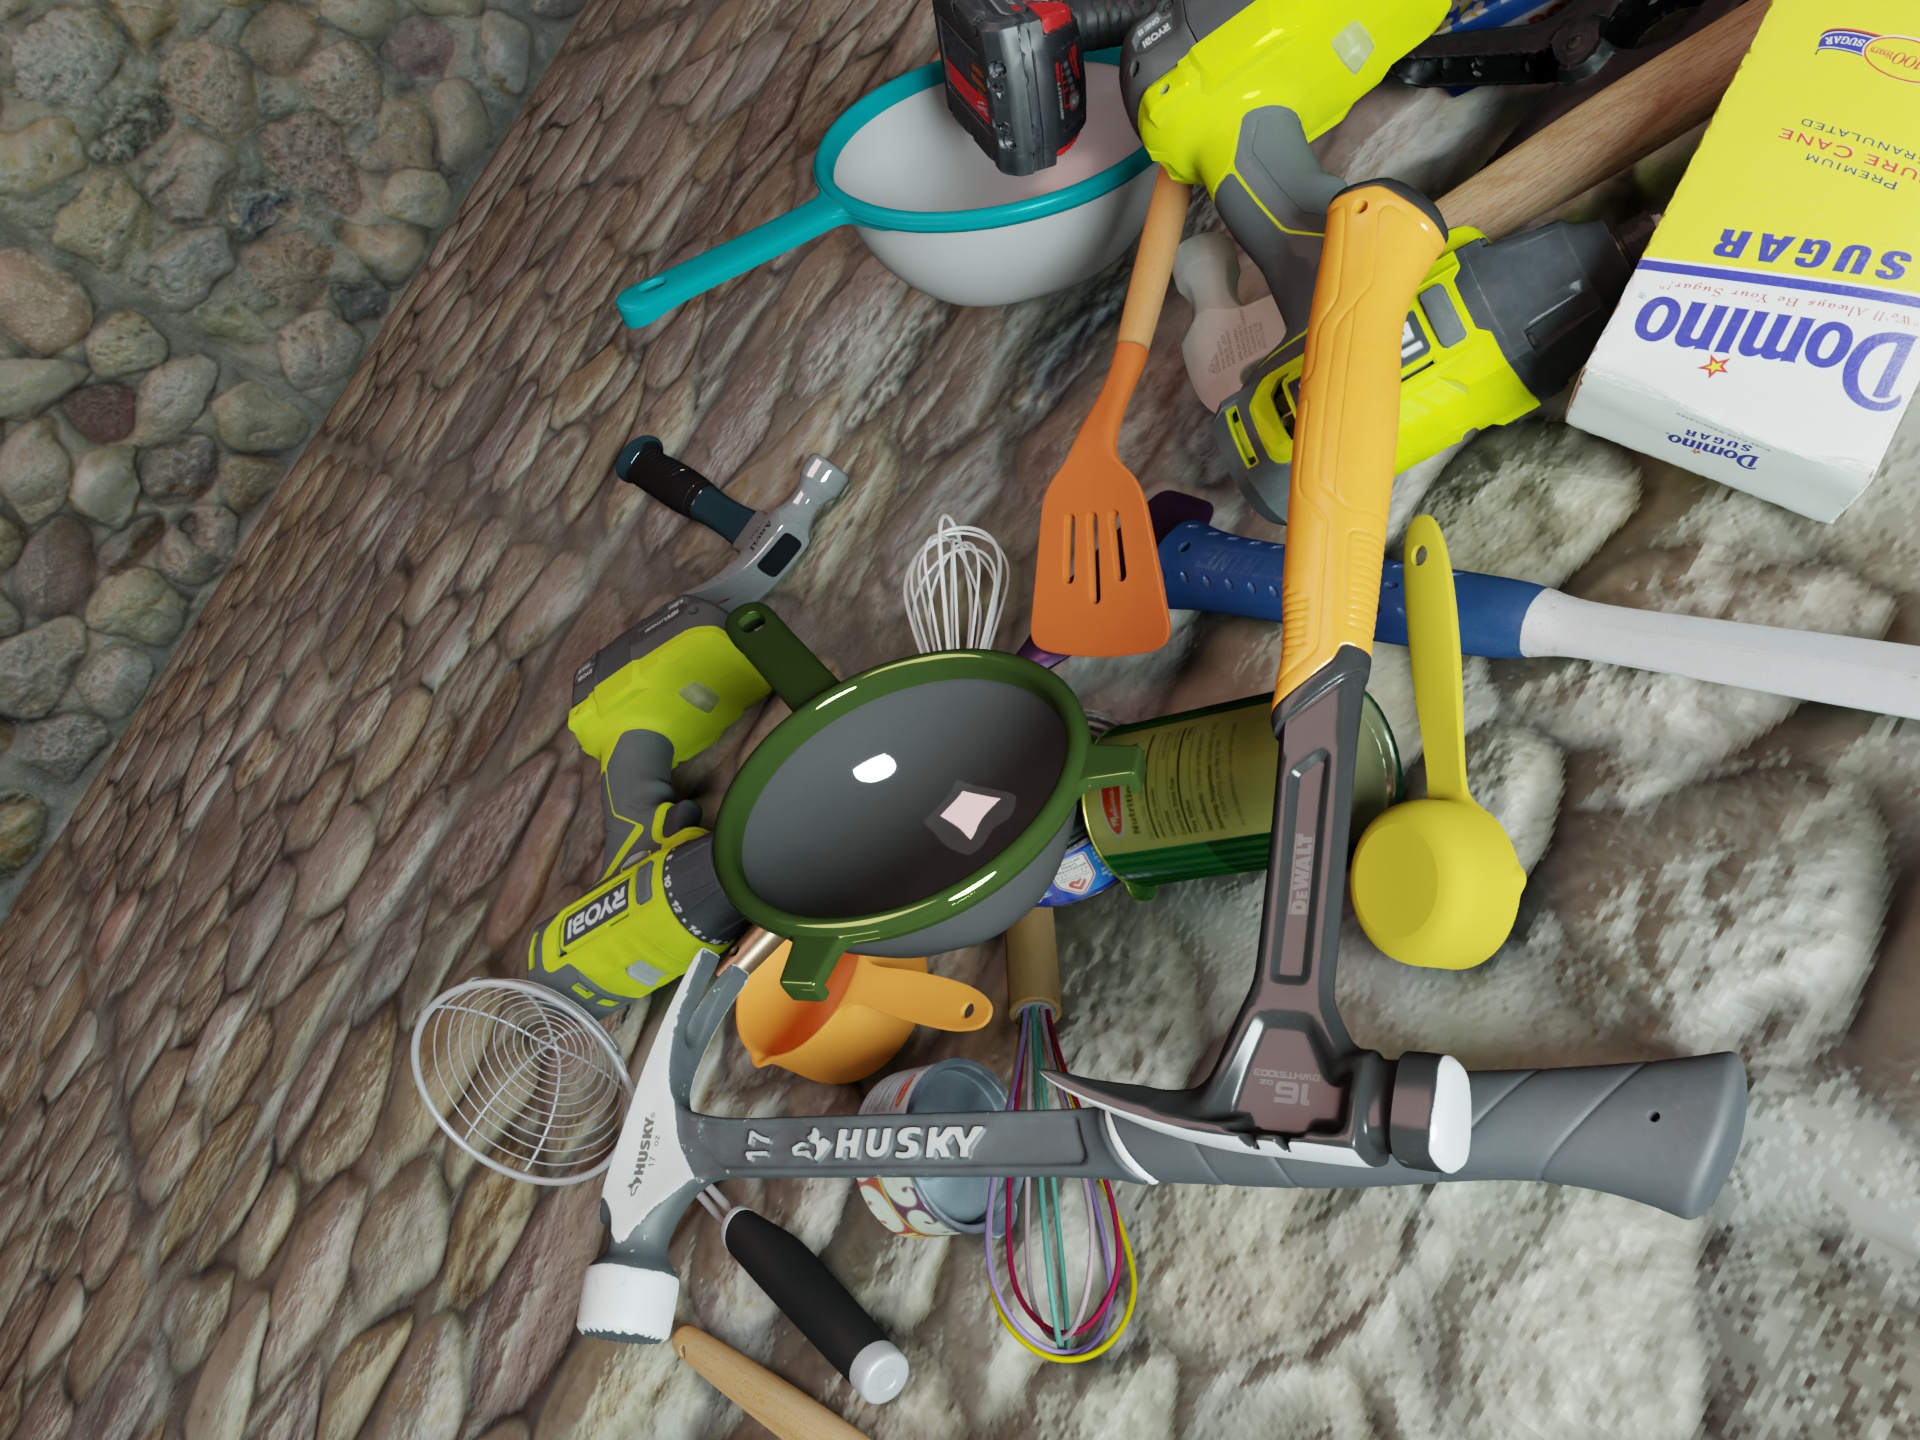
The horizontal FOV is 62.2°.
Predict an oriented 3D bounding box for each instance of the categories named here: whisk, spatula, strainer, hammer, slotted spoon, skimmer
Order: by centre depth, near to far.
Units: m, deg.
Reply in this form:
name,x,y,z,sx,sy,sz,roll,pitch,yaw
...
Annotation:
name,x,y,z,sx,sy,sz,roll,pitch,yaw
hammer,0.113,-0.030,0.521,0.127,0.034,0.337,-2,68,33
hammer,0.040,0.137,0.535,0.409,0.036,0.149,-10,58,30
hammer,0.205,-0.028,0.546,0.406,0.035,0.144,19,78,55
slotted spoon,-0.034,0.279,0.597,0.314,0.031,0.070,-1,89,54
whisk,0.035,0.135,0.629,0.047,0.051,0.245,-18,41,15
hammer,0.230,-0.215,0.638,0.331,0.031,0.130,-26,62,37
strainer,-0.038,0.023,0.656,0.151,0.069,0.257,-33,36,-10
spatula,0.089,-0.187,0.726,0.081,0.041,0.323,2,72,46
spatula,0.003,0.005,0.731,0.316,0.018,0.060,-45,36,-8
skimmer,-0.157,0.222,0.743,0.364,0.090,0.127,22,124,52
whisk,-0.001,-0.002,0.777,0.058,0.059,0.247,-11,54,13
strainer,-0.026,-0.271,0.898,0.340,0.095,0.211,-29,45,-11
hammer,-0.187,-0.160,1.149,0.128,0.033,0.331,-55,33,0

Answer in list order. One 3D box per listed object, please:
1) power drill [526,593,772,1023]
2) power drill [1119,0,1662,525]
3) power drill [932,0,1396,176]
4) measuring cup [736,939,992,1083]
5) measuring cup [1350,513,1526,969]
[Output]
name,x,y,z,sx,sy,sz,roll,pitch,yaw
power drill,-0.159,0.042,0.910,0.190,0.080,0.229,-31,43,26
power drill,0.161,-0.209,0.629,0.171,0.080,0.223,-28,64,28
power drill,0.115,-0.359,0.826,0.226,0.080,0.188,-19,44,-7
measuring cup,-0.029,0.124,0.702,0.174,0.052,0.095,2,64,50
measuring cup,0.153,0.005,0.537,0.062,0.029,0.156,-17,73,60
